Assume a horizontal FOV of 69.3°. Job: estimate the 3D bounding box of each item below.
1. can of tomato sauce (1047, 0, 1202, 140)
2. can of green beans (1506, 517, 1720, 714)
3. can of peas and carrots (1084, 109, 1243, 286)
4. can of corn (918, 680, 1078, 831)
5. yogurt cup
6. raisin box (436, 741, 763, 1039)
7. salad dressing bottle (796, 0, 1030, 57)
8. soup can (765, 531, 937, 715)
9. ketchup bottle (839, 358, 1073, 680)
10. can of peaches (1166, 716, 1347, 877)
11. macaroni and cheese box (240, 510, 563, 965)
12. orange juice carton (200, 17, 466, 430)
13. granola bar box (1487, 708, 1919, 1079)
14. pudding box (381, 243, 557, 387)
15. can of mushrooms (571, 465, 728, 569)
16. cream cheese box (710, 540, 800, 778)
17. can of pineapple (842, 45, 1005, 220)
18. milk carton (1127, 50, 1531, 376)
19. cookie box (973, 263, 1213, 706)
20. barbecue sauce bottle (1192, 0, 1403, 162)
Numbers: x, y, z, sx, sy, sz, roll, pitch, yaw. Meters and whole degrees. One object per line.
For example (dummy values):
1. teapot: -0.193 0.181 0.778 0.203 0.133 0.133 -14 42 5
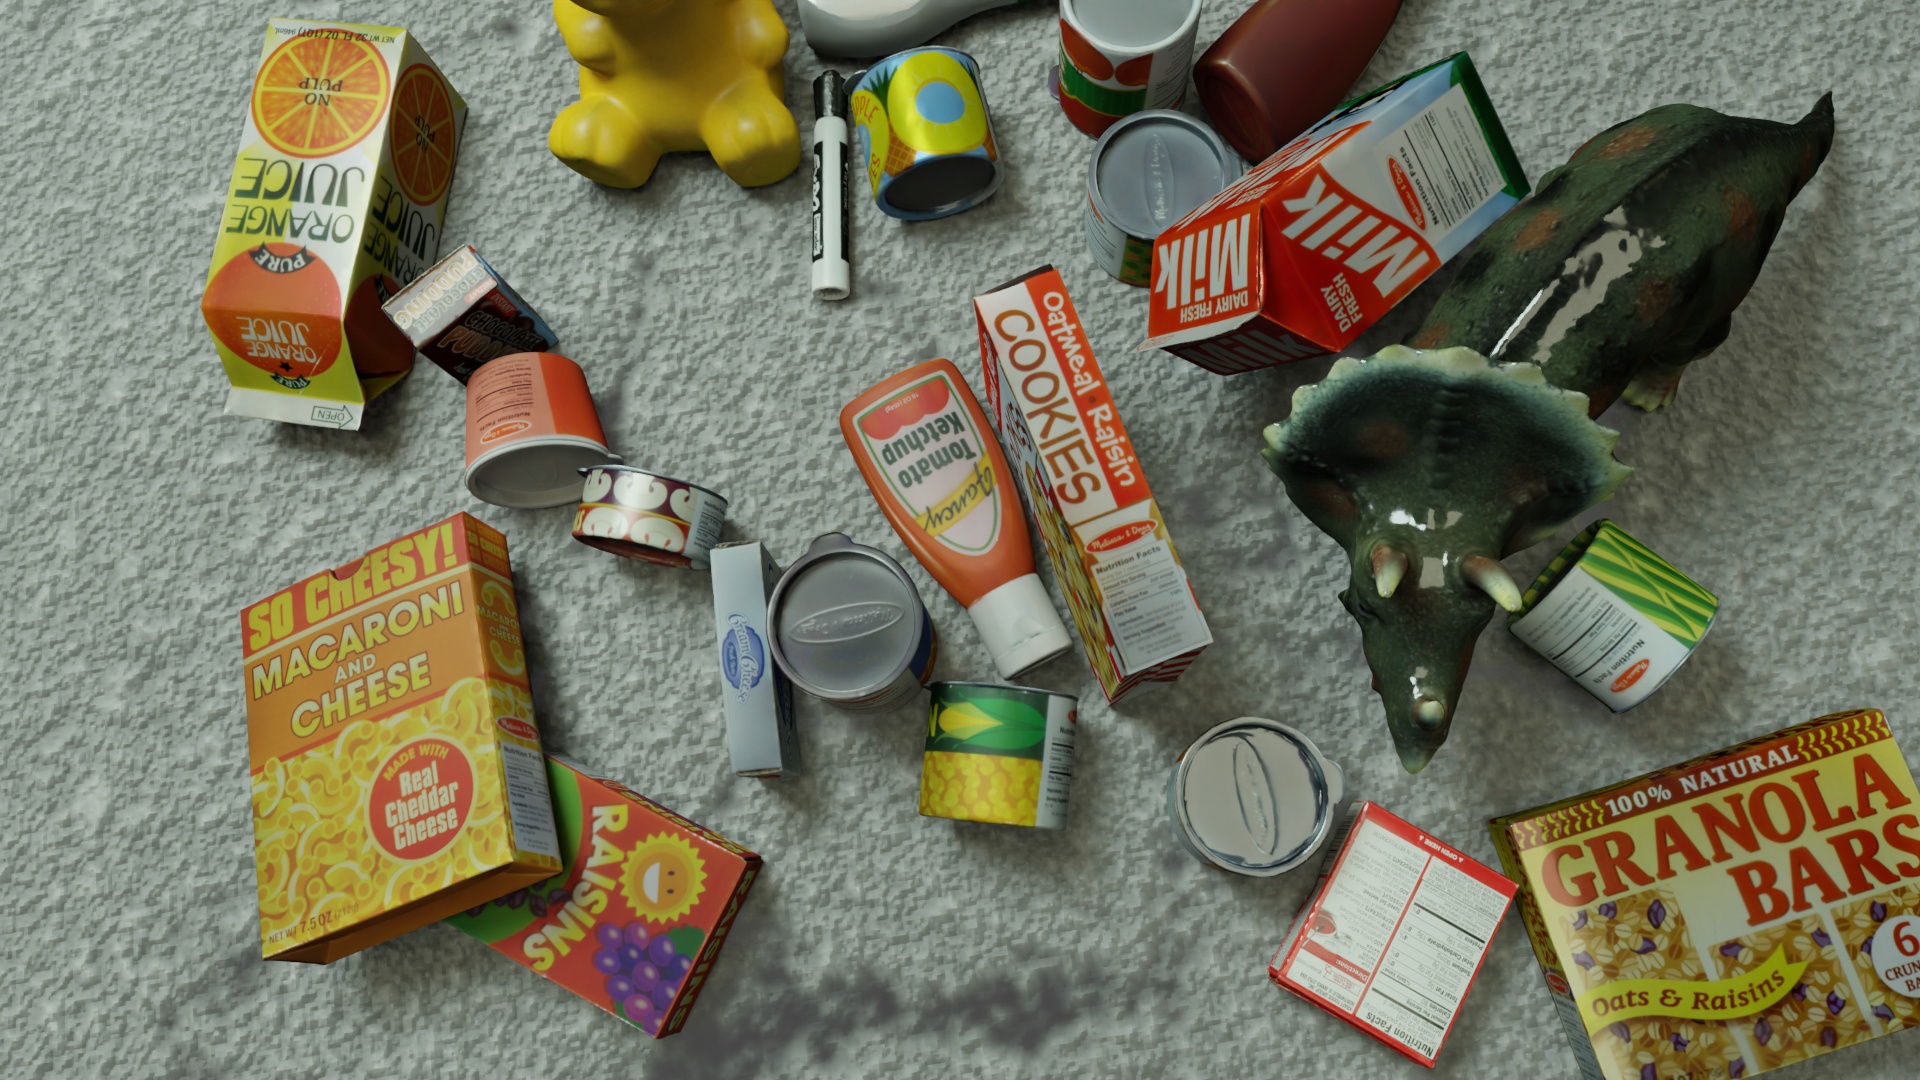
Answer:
1. can of tomato sauce: 0.078 -0.242 0.672 0.071 0.083 0.071 -1 78 3
2. can of green beans: 0.283 0.032 0.607 0.058 0.071 0.071 40 83 11
3. can of peas and carrots: 0.096 -0.163 0.666 0.071 0.058 0.071 -1 78 3
4. can of corn: 0.014 0.095 0.610 0.071 0.071 0.058 5 79 5
5. yogurt cup: -0.202 -0.053 0.658 0.072 0.072 0.054 -15 69 0
6. raisin box: -0.163 0.154 0.622 0.123 0.040 0.086 25 79 10
7. salad dressing bottle: -0.009 -0.286 0.708 0.148 0.044 0.064 -10 75 0
8. soup can: -0.046 0.039 0.617 0.071 0.083 0.071 -1 78 3
9. ketchup bottle: 0.002 -0.008 0.645 0.065 0.043 0.149 -27 78 -3
10. can of peaches: 0.126 0.112 0.603 0.071 0.058 0.071 -1 77 3
11. macaroni and cheese box: -0.251 0.085 0.615 0.123 0.040 0.167 -23 65 9
12. orange juice carton: -0.307 -0.149 0.680 0.072 0.073 0.193 6 78 5
13. granola bar box: 0.329 0.155 0.591 0.166 0.039 0.124 -17 78 0
14. pudding box: -0.231 -0.103 0.660 0.050 0.083 0.030 -40 81 -6
15. can of mushrooms: -0.146 -0.010 0.643 0.071 0.071 0.033 10 80 6
16. cream cheese box: -0.093 0.056 0.632 0.024 0.053 0.104 -8 77 0
17. can of pineapple: -0.018 -0.196 0.676 0.071 0.071 0.058 -14 78 1
18. milk carton: 0.156 -0.133 0.607 0.191 0.072 0.073 -38 106 -26
19. cookie box: 0.054 -0.019 0.603 0.040 0.122 0.167 -20 77 -2
20. barbecue sauce bottle: 0.182 -0.256 0.684 0.149 0.044 0.064 -46 116 -12
